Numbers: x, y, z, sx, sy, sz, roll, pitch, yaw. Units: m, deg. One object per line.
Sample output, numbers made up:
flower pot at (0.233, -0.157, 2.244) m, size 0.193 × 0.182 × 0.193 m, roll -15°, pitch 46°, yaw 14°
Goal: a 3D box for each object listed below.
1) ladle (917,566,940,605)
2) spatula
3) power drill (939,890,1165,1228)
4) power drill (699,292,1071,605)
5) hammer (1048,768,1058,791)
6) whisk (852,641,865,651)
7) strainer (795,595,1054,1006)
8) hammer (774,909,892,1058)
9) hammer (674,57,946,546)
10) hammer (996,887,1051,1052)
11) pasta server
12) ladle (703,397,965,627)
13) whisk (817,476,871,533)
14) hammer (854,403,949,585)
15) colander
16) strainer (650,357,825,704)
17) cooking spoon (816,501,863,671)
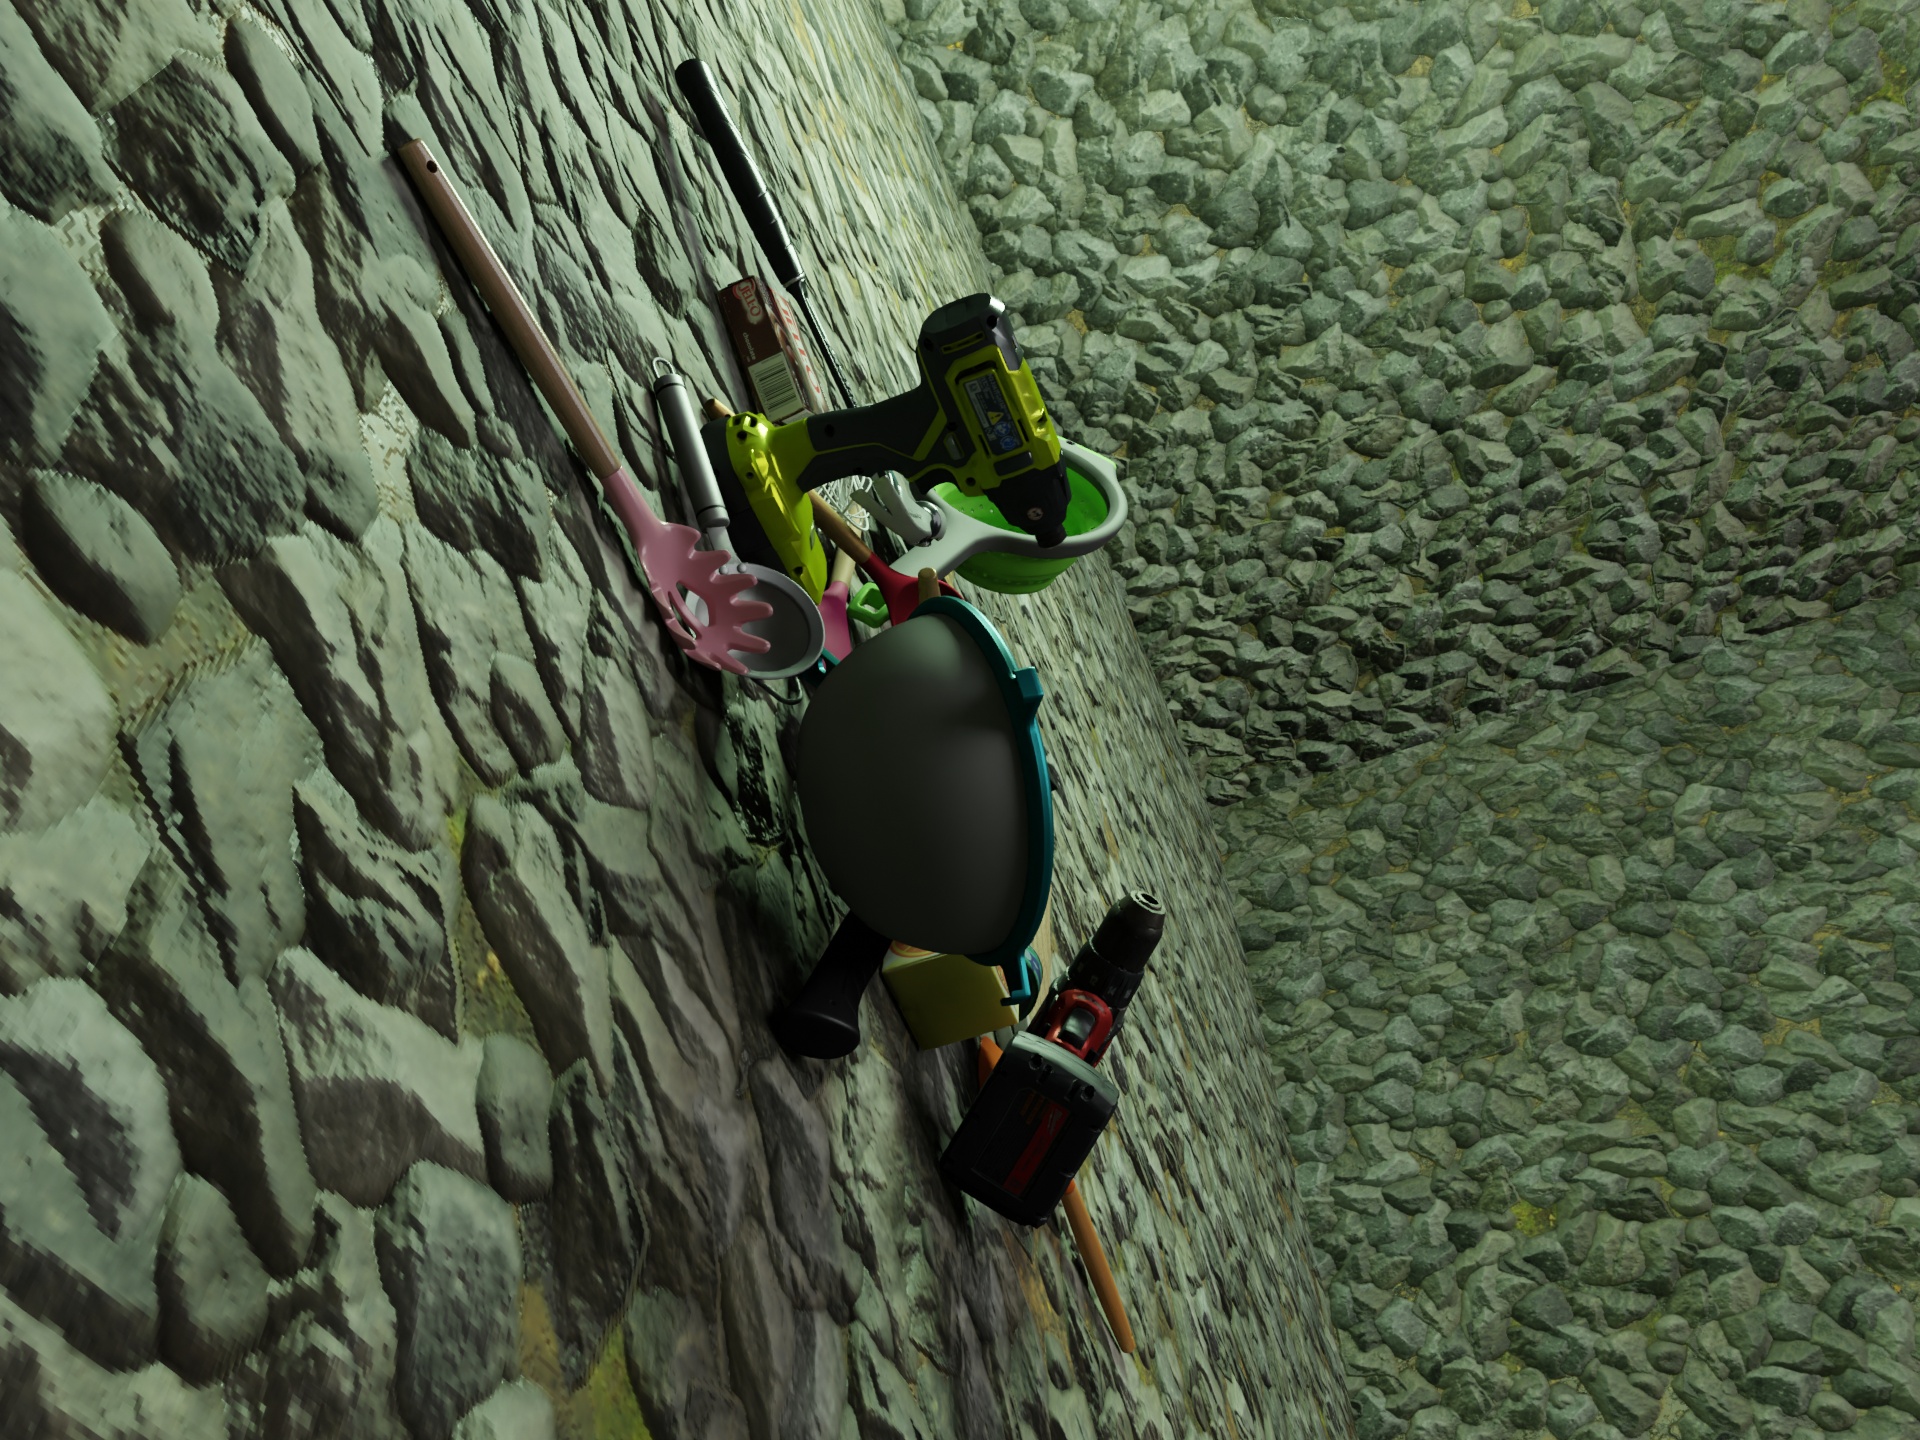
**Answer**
ladle at (-0.002, -0.004, 1.205) m, size 0.319 × 0.062 × 0.078 m, roll 85°, pitch -14°, yaw -51°
spatula at (0.082, 0.391, 1.265) m, size 0.081 × 0.041 × 0.322 m, roll -87°, pitch 159°, yaw -63°
power drill at (0.077, 0.226, 1.109) m, size 0.080 × 0.188 × 0.227 m, roll 30°, pitch 17°, yaw 6°
power drill at (-0.047, -0.158, 1.034) m, size 0.080 × 0.223 × 0.171 m, roll -89°, pitch 157°, yaw -56°
hammer at (0.048, 0.065, 1.572) m, size 0.337 × 0.034 × 0.127 m, roll -65°, pitch 133°, yaw -73°
whisk at (-0.040, -0.020, 1.136) m, size 0.055 × 0.055 × 0.239 m, roll 66°, pitch -9°, yaw -24°
strainer at (-0.064, 0.018, 0.938) m, size 0.341 × 0.095 × 0.211 m, roll 38°, pitch -48°, yaw 56°
hammer at (-0.048, 0.103, 0.991) m, size 0.146 × 0.035 × 0.335 m, roll 35°, pitch 26°, yaw -1°
hammer at (-0.123, -0.322, 1.218) m, size 0.409 × 0.036 × 0.149 m, roll 64°, pitch 12°, yaw 4°
hammer at (0.066, 0.230, 1.408) m, size 0.331 × 0.031 × 0.130 m, roll -84°, pitch 153°, yaw -64°
pasta server at (-0.192, -0.154, 0.830) m, size 0.060 × 0.040 × 0.316 m, roll -53°, pitch 128°, yaw -36°
ladle at (-0.087, -0.136, 1.186) m, size 0.315 × 0.031 × 0.069 m, roll 43°, pitch 71°, yaw -43°
whisk at (-0.097, -0.214, 1.332) m, size 0.057 × 0.059 × 0.247 m, roll 36°, pitch 21°, yaw -20°
hammer at (-0.028, -0.137, 1.528) m, size 0.128 × 0.033 × 0.330 m, roll -86°, pitch 152°, yaw -62°
colander at (0.008, -0.146, 1.424) m, size 0.397 × 0.204 × 0.094 m, roll -44°, pitch 155°, yaw -49°
strainer at (-0.147, -0.114, 0.964) m, size 0.050 × 0.087 × 0.259 m, roll -46°, pitch -121°, yaw 52°
cooking spoon at (-0.093, -0.113, 1.243) m, size 0.068 × 0.017 × 0.319 m, roll 54°, pitch 17°, yaw -22°
